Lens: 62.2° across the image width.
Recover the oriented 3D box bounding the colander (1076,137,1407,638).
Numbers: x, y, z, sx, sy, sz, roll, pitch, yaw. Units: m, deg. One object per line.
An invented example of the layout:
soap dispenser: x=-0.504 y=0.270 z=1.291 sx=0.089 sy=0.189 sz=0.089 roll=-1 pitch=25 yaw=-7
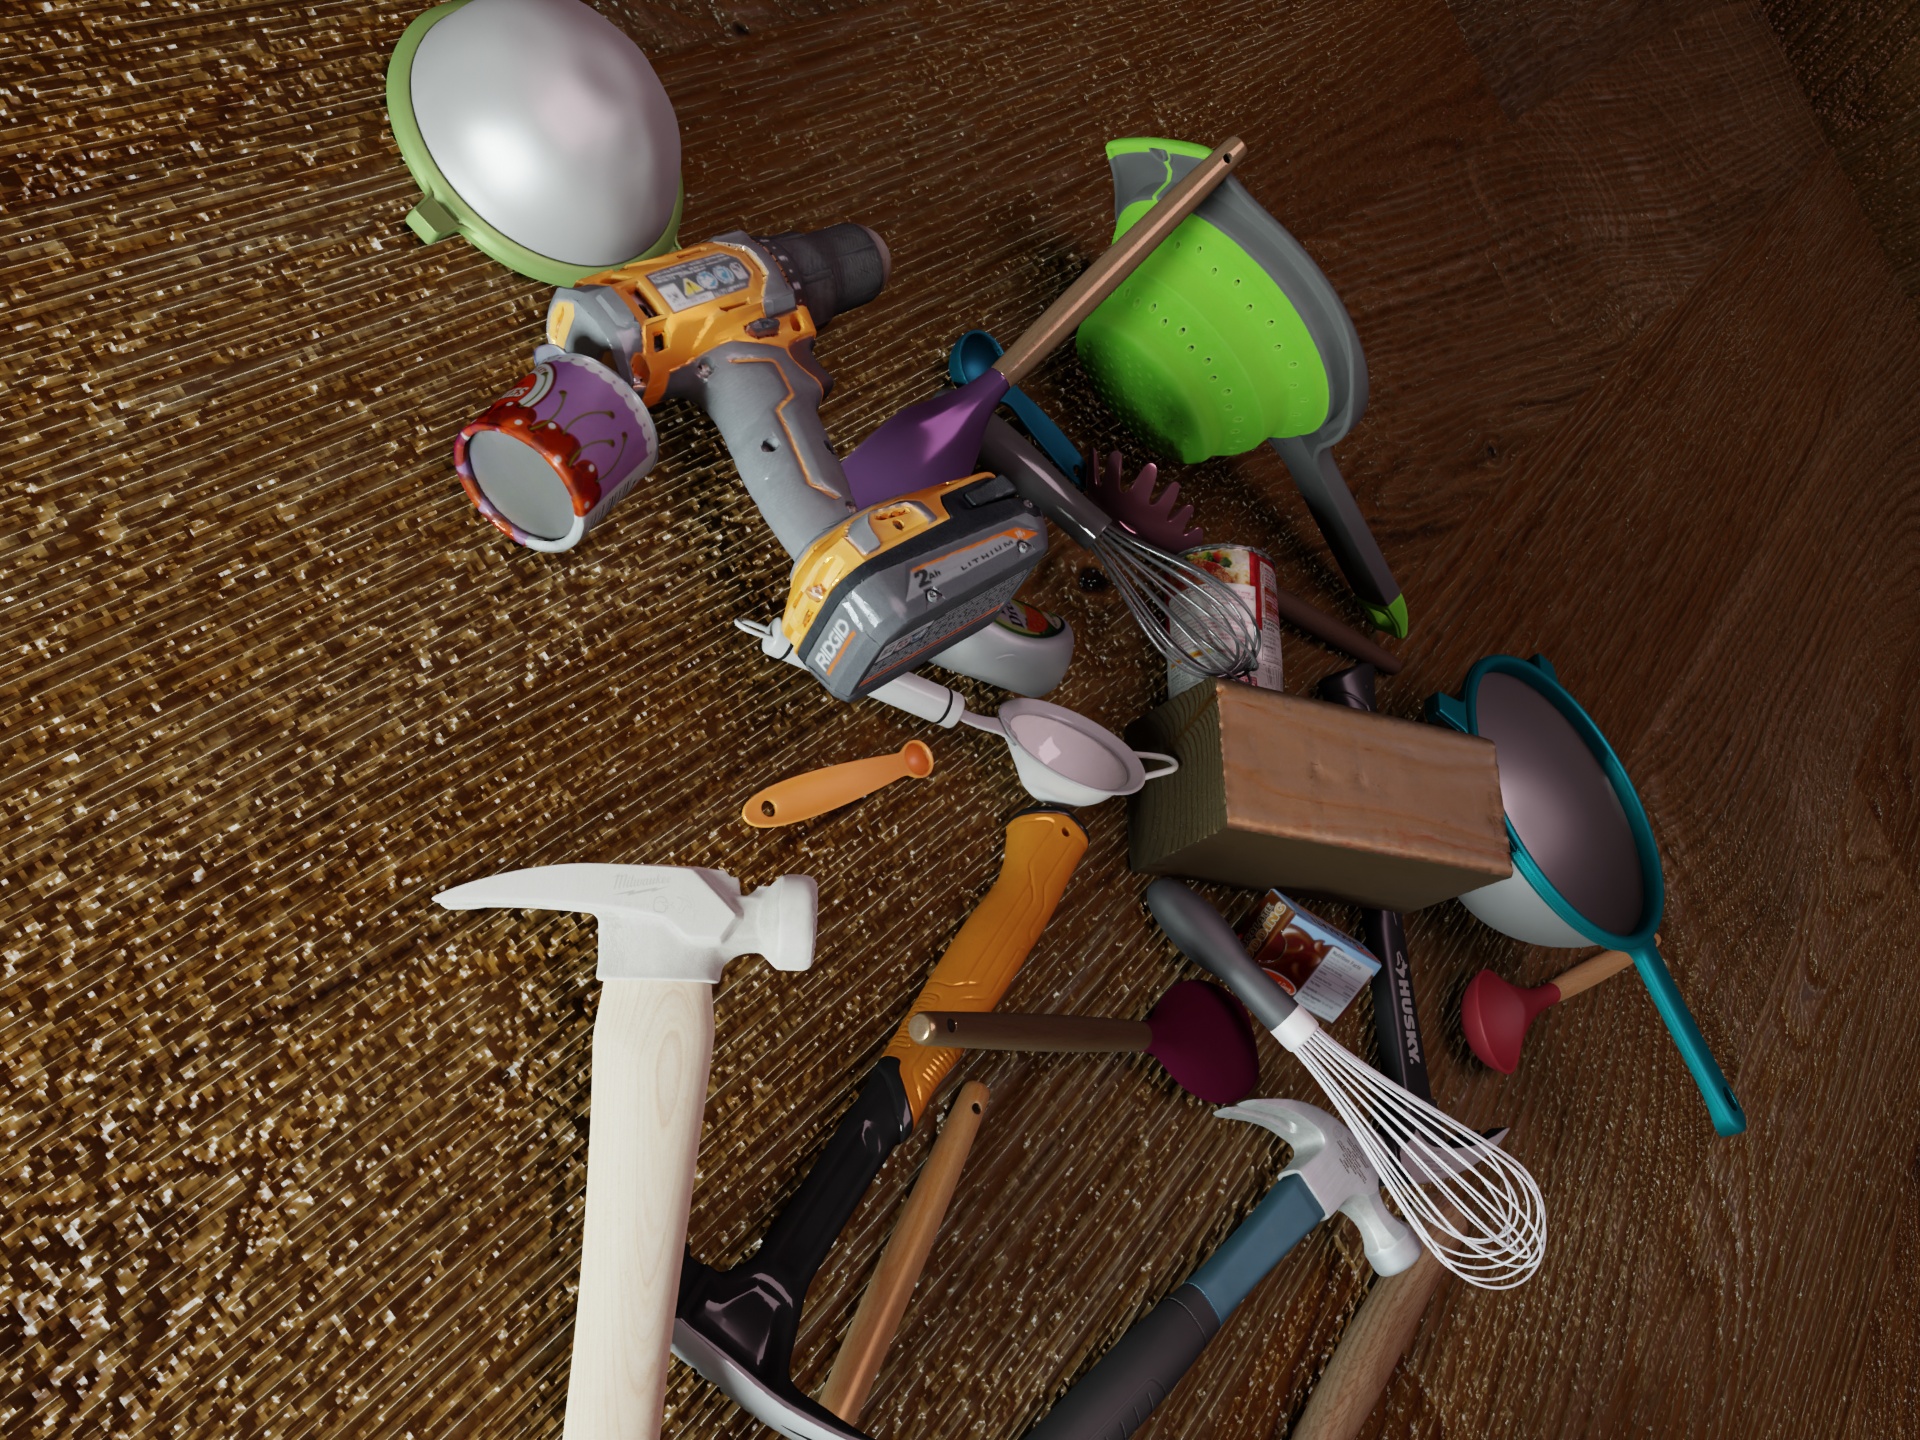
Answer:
colander: x=0.178 y=-0.169 z=0.997 sx=0.094 sy=0.205 sz=0.396 roll=-43 pitch=125 yaw=-8

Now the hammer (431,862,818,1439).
hammer: x=-0.134 y=0.256 z=0.573 sx=0.146 sy=0.038 sz=0.411 roll=3 pitch=75 yaw=-6

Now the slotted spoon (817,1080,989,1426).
slotted spoon: x=-0.050 y=0.282 z=0.666 sx=0.070 sy=0.031 sz=0.314 roll=44 pitch=49 yaw=-17

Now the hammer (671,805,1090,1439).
hammer: x=-0.013 y=0.160 z=0.728 sx=0.127 sy=0.034 sz=0.337 roll=40 pitch=48 yaw=-4

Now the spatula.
spatula: x=0.040 y=-0.194 z=0.828 sx=0.316 sy=0.018 sz=0.059 roll=-46 pitch=108 yaw=-7

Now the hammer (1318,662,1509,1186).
hammer: x=0.270 y=0.121 z=1.008 sx=0.146 sy=0.035 sz=0.335 roll=13 pitch=65 yaw=-37

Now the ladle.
ladle: x=0.433 y=0.187 z=1.132 sx=0.315 sy=0.031 sz=0.069 roll=-8 pitch=82 yaw=-45

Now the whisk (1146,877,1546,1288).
whisk: x=0.204 y=0.191 z=0.863 sx=0.285 sy=0.070 sz=0.070 roll=45 pitch=46 yaw=9

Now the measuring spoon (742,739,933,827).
measuring spoon: x=-0.059 y=0.032 z=0.769 sx=0.117 sy=0.011 sz=0.021 roll=-18 pitch=86 yaw=-40

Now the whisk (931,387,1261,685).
whisk: x=0.075 y=-0.103 z=0.883 sx=0.239 sy=0.055 sz=0.055 roll=41 pitch=48 yaw=1

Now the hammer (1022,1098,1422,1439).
hammer: x=0.111 y=0.300 z=0.787 sx=0.331 sy=0.033 sz=0.128 roll=-28 pitch=83 yaw=-42

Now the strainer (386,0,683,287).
strainer: x=-0.191 y=-0.335 z=0.751 sx=0.151 sy=0.069 sz=0.256 roll=-1 pitch=76 yaw=-42

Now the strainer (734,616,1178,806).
strainer: x=-0.001 y=-0.003 z=0.811 sx=0.258 sy=0.050 sz=0.087 roll=23 pitch=23 yaw=-27

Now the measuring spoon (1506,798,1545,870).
measuring spoon: x=0.403 y=0.061 z=1.165 sx=0.034 sy=0.018 sz=0.124 roll=13 pitch=56 yaw=-13

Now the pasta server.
pasta server: x=0.191 y=-0.092 z=1.017 sx=0.316 sy=0.060 sz=0.040 roll=23 pitch=90 yaw=-37

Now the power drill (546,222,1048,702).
power drill: x=-0.058 y=-0.139 z=0.750 sx=0.185 sy=0.084 sz=0.226 roll=-32 pitch=77 yaw=-37

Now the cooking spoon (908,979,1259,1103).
cooking spoon: x=0.077 y=0.156 z=0.789 sx=0.318 sy=0.017 sz=0.069 roll=16 pitch=59 yaw=-52

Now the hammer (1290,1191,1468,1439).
hammer: x=0.198 y=0.370 z=0.848 sx=0.331 sy=0.031 sz=0.130 roll=-39 pitch=101 yaw=-44

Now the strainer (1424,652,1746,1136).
strainer: x=0.399 y=0.125 z=1.061 sx=0.211 sy=0.095 sz=0.340 roll=-15 pitch=76 yaw=-49

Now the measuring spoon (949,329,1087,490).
measuring spoon: x=0.034 y=-0.175 z=0.931 sx=0.128 sy=0.021 sz=0.042 roll=42 pitch=54 yaw=-33
